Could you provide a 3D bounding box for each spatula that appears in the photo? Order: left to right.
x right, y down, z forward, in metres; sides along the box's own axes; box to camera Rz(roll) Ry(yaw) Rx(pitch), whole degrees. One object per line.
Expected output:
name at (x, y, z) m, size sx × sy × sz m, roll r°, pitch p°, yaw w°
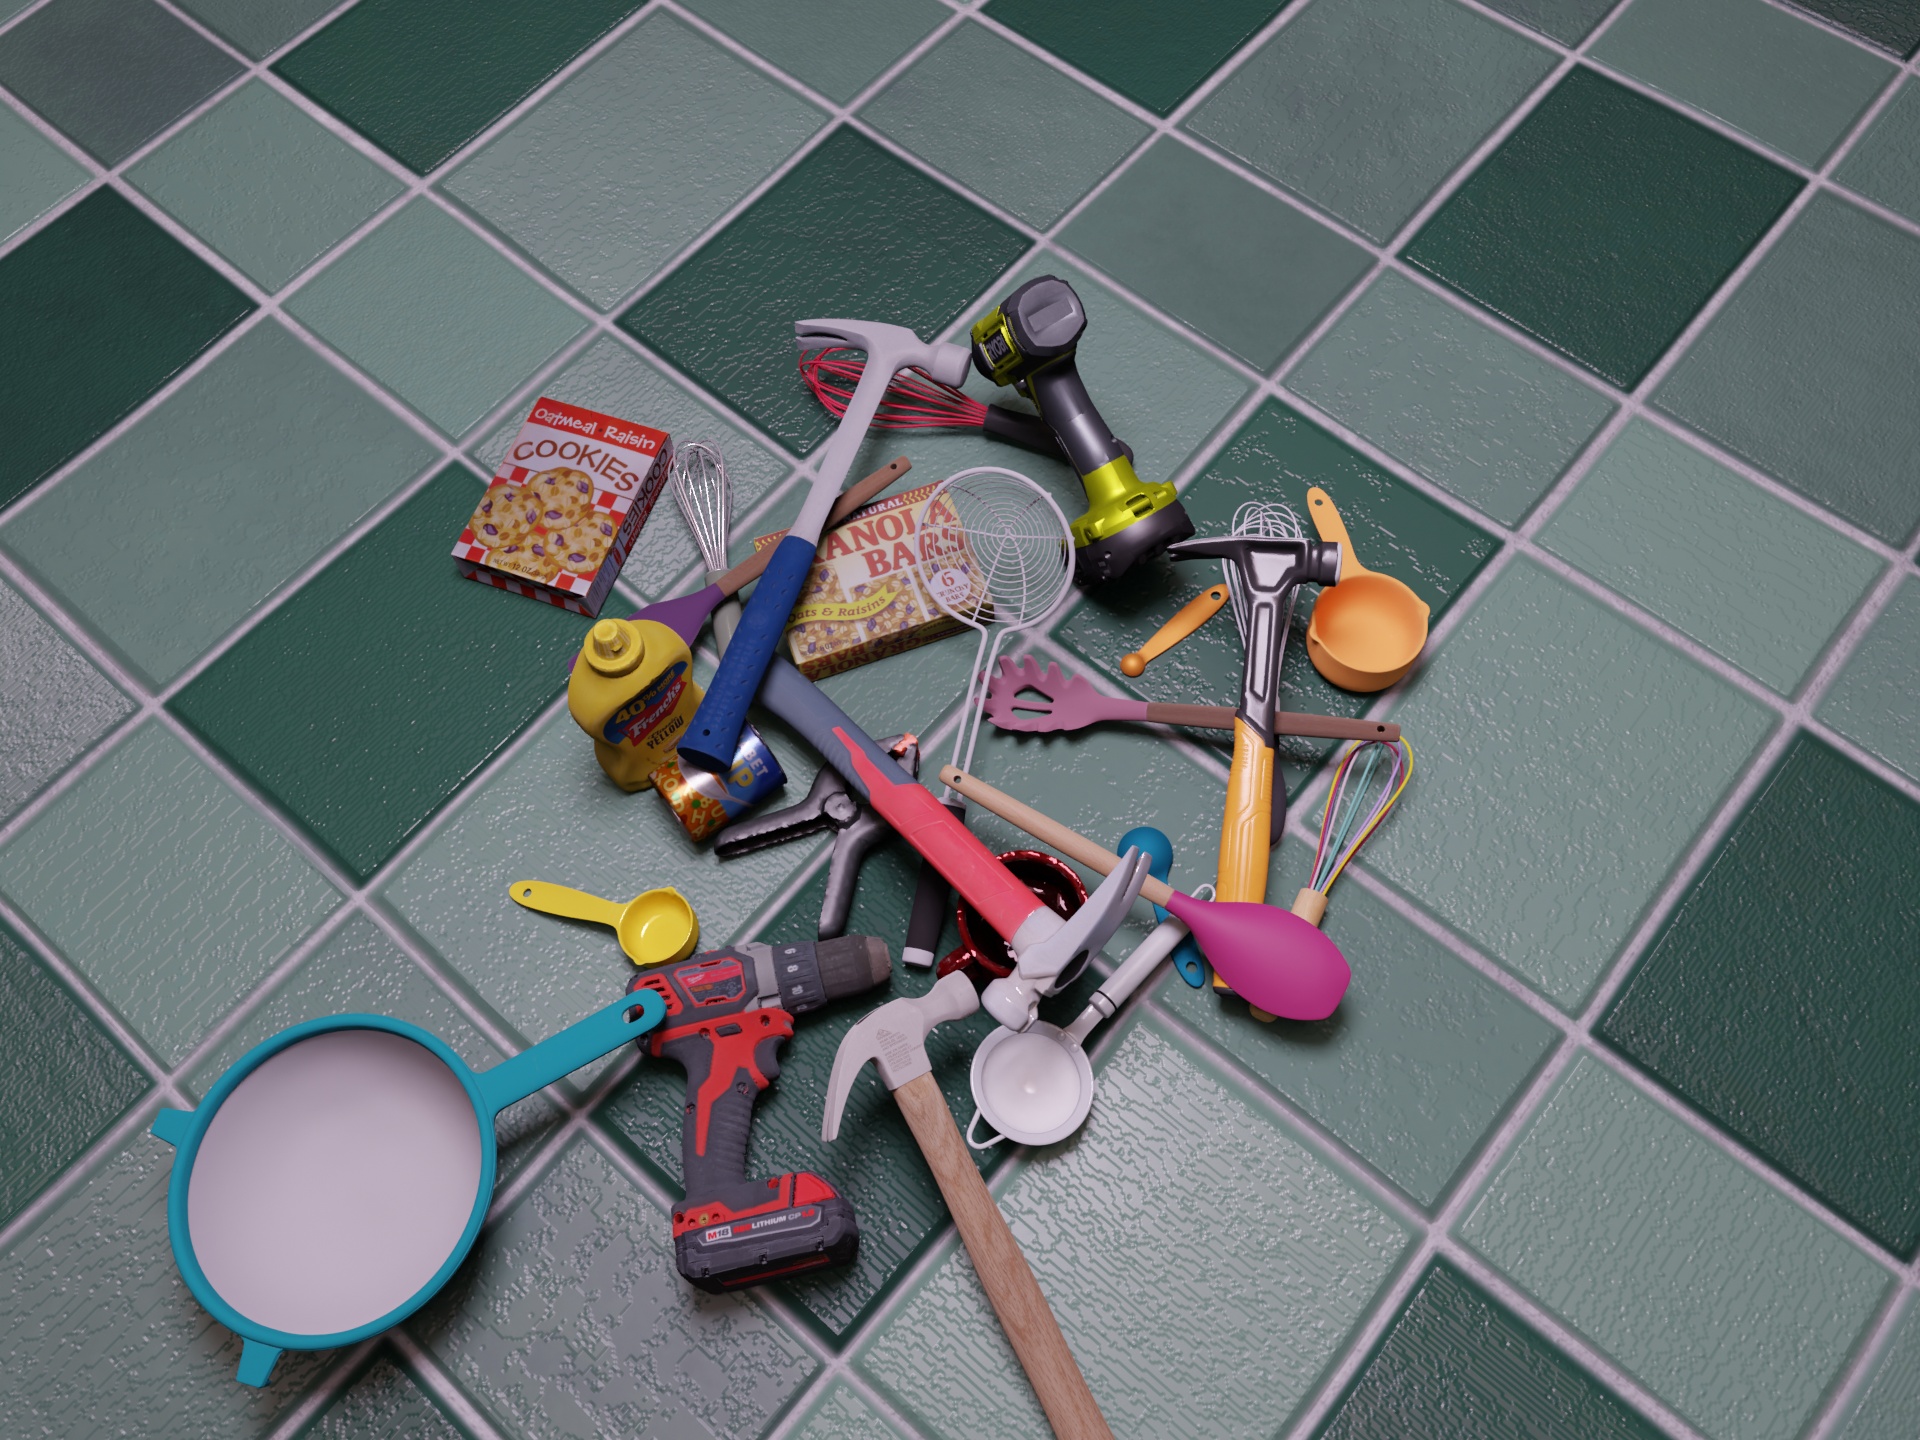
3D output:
spatula at (-0.167, -0.116, 1.256) m, size 0.316 × 0.018 × 0.060 m, roll -36°, pitch 73°, yaw -9°

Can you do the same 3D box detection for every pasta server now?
pasta server at (0.167, -0.006, 1.193) m, size 0.316 × 0.040 × 0.060 m, roll 5°, pitch 74°, yaw 18°

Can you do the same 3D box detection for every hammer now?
hammer at (-0.124, -0.147, 1.224) m, size 0.144 × 0.035 × 0.406 m, roll 18°, pitch 66°, yaw 8°
hammer at (-0.035, 0.042, 1.124) m, size 0.143 × 0.038 × 0.387 m, roll -51°, pitch 54°, yaw 4°
hammer at (0.017, 0.337, 1.022) m, size 0.130 × 0.031 × 0.331 m, roll -23°, pitch 81°, yaw -22°
hammer at (0.202, 0.030, 1.147) m, size 0.127 × 0.034 × 0.337 m, roll 3°, pitch 79°, yaw 12°

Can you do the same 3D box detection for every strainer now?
strainer at (-0.349, 0.281, 1.075) m, size 0.340 × 0.095 × 0.211 m, roll -27°, pitch 68°, yaw -11°
strainer at (0.095, 0.207, 1.118) m, size 0.087 × 0.050 × 0.258 m, roll 43°, pitch 72°, yaw 11°

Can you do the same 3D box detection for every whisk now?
whisk at (-0.197, -0.124, 1.292) m, size 0.058 × 0.059 × 0.246 m, roll -27°, pitch 65°, yaw 30°
whisk at (0.004, -0.261, 1.341) m, size 0.296 × 0.073 × 0.073 m, roll 17°, pitch 66°, yaw 5°
whisk at (0.234, -0.041, 1.228) m, size 0.070 × 0.070 × 0.285 m, roll 2°, pitch 69°, yaw 3°
whisk at (0.271, 0.109, 1.163) m, size 0.047 × 0.051 × 0.245 m, roll 26°, pitch 71°, yaw 7°

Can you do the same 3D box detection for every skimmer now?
skimmer at (-0.002, -0.004, 1.169) m, size 0.127 × 0.090 × 0.363 m, roll 8°, pitch 75°, yaw 17°

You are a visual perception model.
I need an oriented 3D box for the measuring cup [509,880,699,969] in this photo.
measuring cup at (-0.264, 0.145, 1.180) m, size 0.156 × 0.029 × 0.062 m, roll 11°, pitch 65°, yaw 20°

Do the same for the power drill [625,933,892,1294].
power drill at (-0.124, 0.257, 1.091) m, size 0.188 × 0.080 × 0.227 m, roll -12°, pitch 62°, yaw -4°

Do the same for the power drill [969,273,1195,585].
power drill at (0.084, -0.222, 1.238) m, size 0.080 × 0.171 × 0.223 m, roll -29°, pitch 98°, yaw -11°

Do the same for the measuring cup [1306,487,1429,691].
measuring cup at (0.304, -0.102, 1.256) m, size 0.095 × 0.052 × 0.174 m, roll -13°, pitch 63°, yaw -4°

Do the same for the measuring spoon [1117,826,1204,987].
measuring spoon at (0.152, 0.134, 1.165) m, size 0.042 × 0.021 × 0.129 m, roll -17°, pitch 66°, yaw -6°

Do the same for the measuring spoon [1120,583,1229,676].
measuring spoon at (0.173, -0.075, 1.269) m, size 0.117 × 0.011 × 0.021 m, roll -39°, pitch 69°, yaw -15°

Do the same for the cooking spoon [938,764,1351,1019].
cooking spoon at (0.123, 0.113, 1.113) m, size 0.319 × 0.017 × 0.069 m, roll 29°, pitch 85°, yaw 11°
